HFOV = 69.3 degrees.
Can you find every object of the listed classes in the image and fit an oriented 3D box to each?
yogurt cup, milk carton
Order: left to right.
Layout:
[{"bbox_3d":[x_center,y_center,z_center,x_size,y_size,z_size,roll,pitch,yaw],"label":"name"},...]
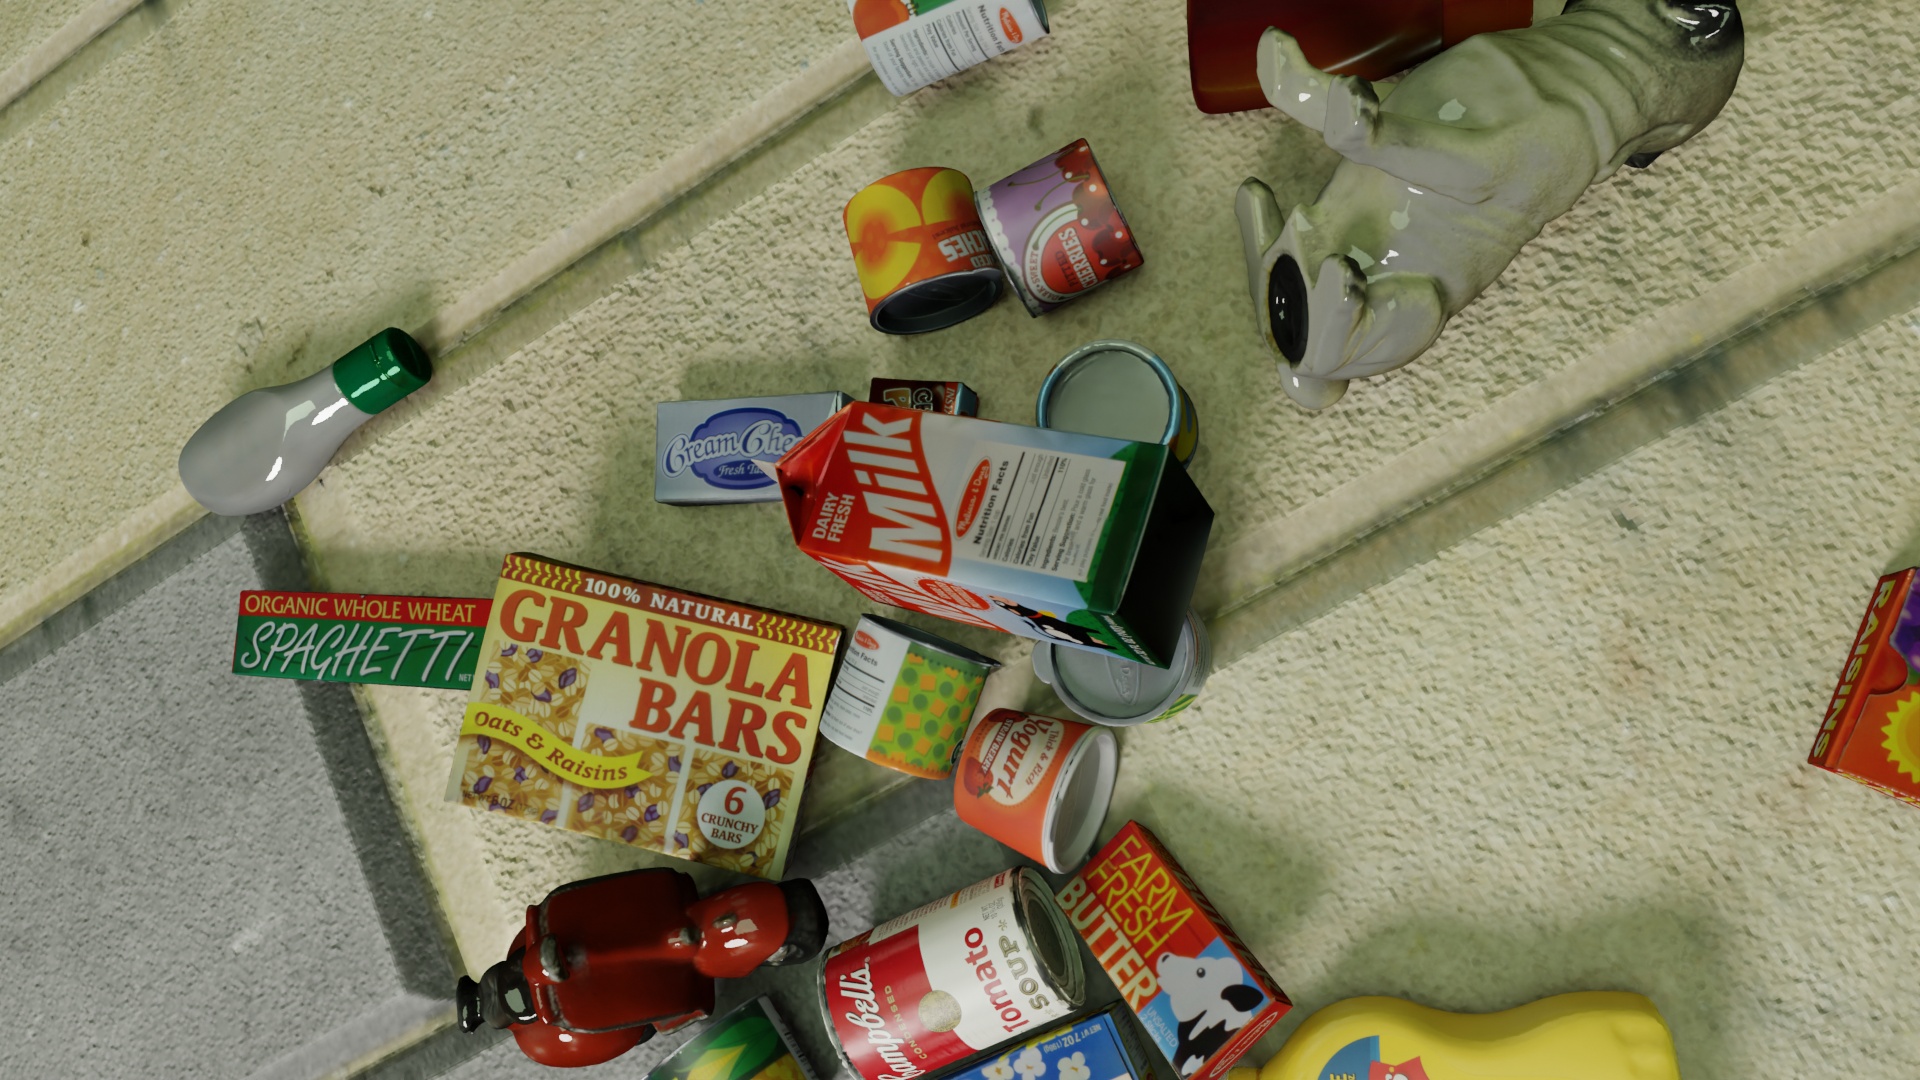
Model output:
[{"bbox_3d":[0.002,-0.007,0.594,0.190,0.072,0.073,11,73,29],"label":"milk carton"},{"bbox_3d":[0.033,0.109,0.624,0.054,0.072,0.072,15,88,27],"label":"yogurt cup"}]

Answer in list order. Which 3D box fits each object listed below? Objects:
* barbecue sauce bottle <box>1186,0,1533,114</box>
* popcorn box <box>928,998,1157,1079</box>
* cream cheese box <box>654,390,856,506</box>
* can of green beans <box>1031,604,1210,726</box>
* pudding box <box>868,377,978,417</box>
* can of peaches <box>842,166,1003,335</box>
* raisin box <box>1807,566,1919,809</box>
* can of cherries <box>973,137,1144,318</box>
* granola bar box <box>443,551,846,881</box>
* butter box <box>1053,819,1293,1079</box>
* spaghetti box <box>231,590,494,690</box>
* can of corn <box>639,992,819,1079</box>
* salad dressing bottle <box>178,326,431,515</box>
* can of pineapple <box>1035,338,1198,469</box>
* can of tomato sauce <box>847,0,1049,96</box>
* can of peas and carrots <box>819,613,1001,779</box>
[{"bbox_3d":[0.180,-0.236,0.633,0.148,0.043,0.065,-3,82,16],"label":"barbecue sauce bottle"},{"bbox_3d":[0.031,0.269,0.616,0.126,0.038,0.085,-28,75,12],"label":"popcorn box"},{"bbox_3d":[-0.105,-0.046,0.707,0.104,0.024,0.053,-2,82,17],"label":"cream cheese box"},{"bbox_3d":[0.076,0.049,0.620,0.071,0.058,0.071,-2,83,17],"label":"can of green beans"},{"bbox_3d":[-0.022,-0.035,0.677,0.049,0.030,0.083,6,85,17],"label":"pudding box"},{"bbox_3d":[-0.017,-0.140,0.669,0.071,0.071,0.058,-19,77,14],"label":"can of peaches"},{"bbox_3d":[0.404,0.072,0.525,0.123,0.040,0.086,22,91,19],"label":"raisin box"},{"bbox_3d":[0.047,-0.144,0.649,0.058,0.071,0.071,-24,77,12],"label":"can of cherries"},{"bbox_3d":[-0.150,0.083,0.674,0.166,0.039,0.124,13,88,2],"label":"granola bar box"},{"bbox_3d":[0.089,0.176,0.599,0.053,0.024,0.104,-46,50,8],"label":"butter box"},{"bbox_3d":[-0.283,0.055,0.747,0.250,0.028,0.050,1,84,17],"label":"spaghetti box"},{"bbox_3d":[-0.105,0.256,0.644,0.071,0.071,0.058,-40,74,9],"label":"can of corn"},{"bbox_3d":[-0.368,-0.068,0.782,0.147,0.044,0.064,-29,73,11],"label":"salad dressing bottle"},{"bbox_3d":[0.072,-0.052,0.635,0.071,0.058,0.071,-2,83,17],"label":"can of pineapple"},{"bbox_3d":[-0.007,-0.267,0.684,0.083,0.071,0.071,-19,78,15],"label":"can of tomato sauce"},{"bbox_3d":[-0.023,0.073,0.646,0.071,0.071,0.058,21,90,19],"label":"can of peas and carrots"}]
